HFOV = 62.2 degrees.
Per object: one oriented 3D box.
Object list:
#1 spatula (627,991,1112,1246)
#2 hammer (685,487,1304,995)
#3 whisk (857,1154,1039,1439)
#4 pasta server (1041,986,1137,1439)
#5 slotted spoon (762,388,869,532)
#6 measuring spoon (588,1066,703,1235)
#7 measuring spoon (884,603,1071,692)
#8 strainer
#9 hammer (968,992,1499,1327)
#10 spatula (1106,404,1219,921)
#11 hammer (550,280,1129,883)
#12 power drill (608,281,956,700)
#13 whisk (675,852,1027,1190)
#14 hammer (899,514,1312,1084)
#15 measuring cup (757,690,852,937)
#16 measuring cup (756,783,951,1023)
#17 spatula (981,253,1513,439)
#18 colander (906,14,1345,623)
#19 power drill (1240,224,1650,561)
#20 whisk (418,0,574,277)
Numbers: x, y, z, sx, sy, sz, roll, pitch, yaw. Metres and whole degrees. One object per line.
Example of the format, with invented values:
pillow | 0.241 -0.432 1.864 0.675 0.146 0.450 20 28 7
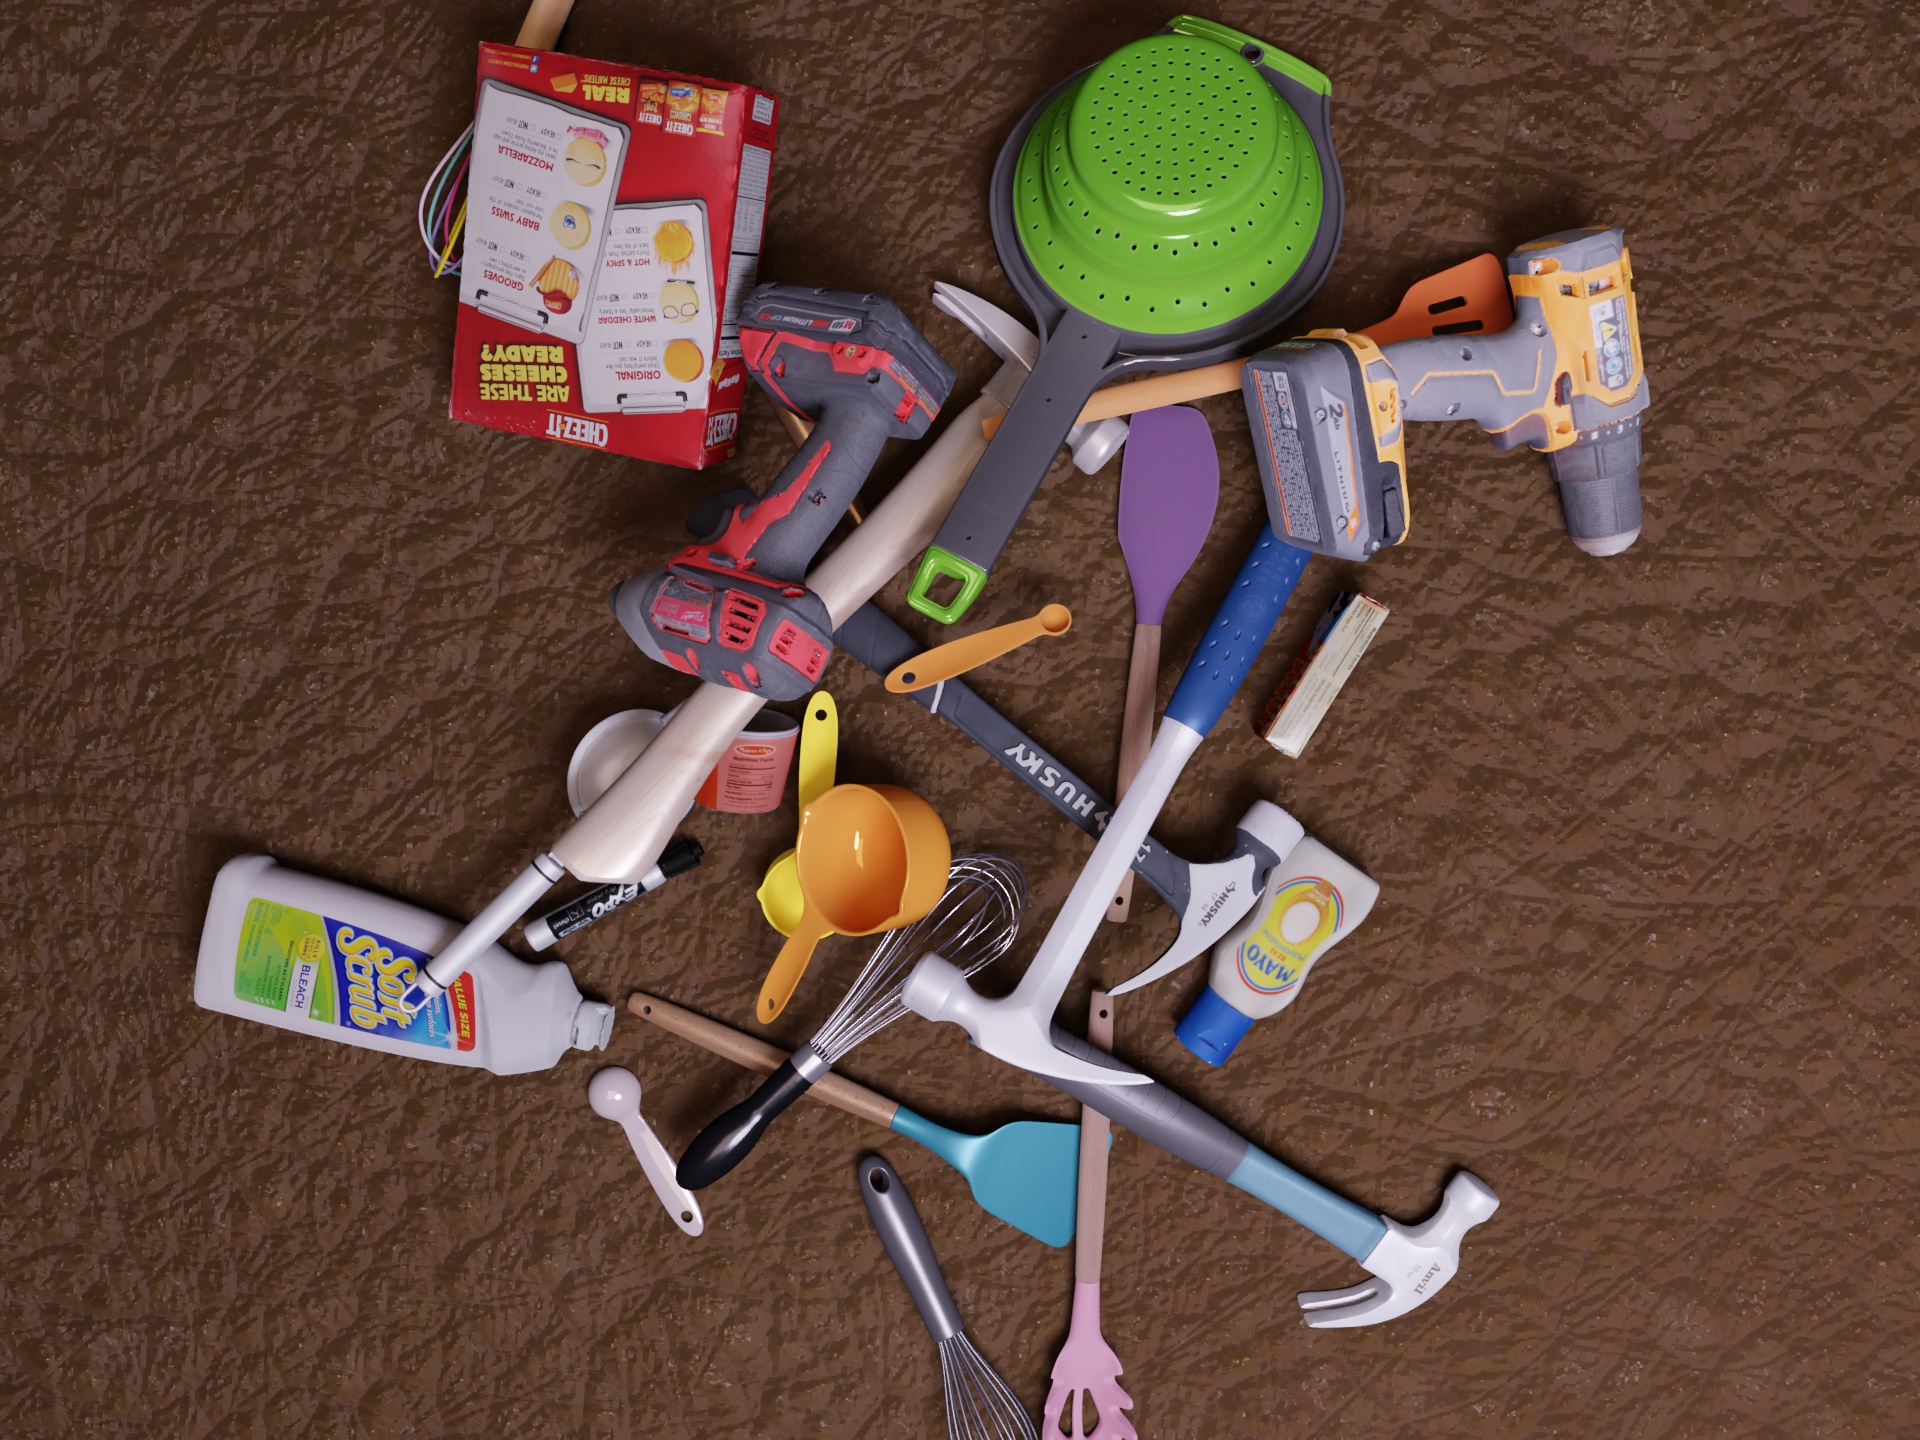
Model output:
spatula | -0.064 0.238 1.003 0.317 0.044 0.082 22 94 7
hammer | -0.002 -0.003 0.950 0.409 0.036 0.149 38 82 8
whisk | -0.011 0.384 0.999 0.055 0.055 0.239 -25 88 6
pasta server | 0.082 0.322 0.984 0.060 0.040 0.316 1 96 -10
slotted spoon | -0.132 -0.236 0.970 0.070 0.031 0.314 -31 93 12
measuring spoon | -0.200 0.279 1.018 0.034 0.018 0.124 -30 92 6
measuring spoon | 0.010 -0.040 0.935 0.117 0.011 0.021 -22 69 -1
strainer | -0.243 0.085 0.968 0.258 0.050 0.086 -45 122 -5
hammer | 0.155 0.256 0.957 0.331 0.033 0.128 31 100 -7
spatula | 0.114 -0.033 0.969 0.060 0.018 0.316 6 94 1
hammer | -0.088 -0.073 0.922 0.146 0.038 0.410 42 81 3
power drill | -0.104 -0.124 0.871 0.143 0.078 0.220 16 77 35
whisk | -0.067 0.185 0.965 0.284 0.070 0.070 -44 90 0
hammer | 0.127 0.017 0.906 0.144 0.035 0.405 29 80 7
measuring cup | -0.090 0.057 0.979 0.062 0.029 0.156 4 100 -7
measuring cup | -0.067 0.113 0.947 0.095 0.052 0.173 45 117 29
spatula | 0.171 -0.202 0.925 0.322 0.041 0.081 -12 95 1
colander | 0.076 -0.236 0.869 0.204 0.094 0.397 28 82 10
power drill | 0.284 -0.157 0.887 0.226 0.084 0.185 -21 109 -13
whisk | -0.268 -0.380 0.963 0.051 0.047 0.245 24 93 4
